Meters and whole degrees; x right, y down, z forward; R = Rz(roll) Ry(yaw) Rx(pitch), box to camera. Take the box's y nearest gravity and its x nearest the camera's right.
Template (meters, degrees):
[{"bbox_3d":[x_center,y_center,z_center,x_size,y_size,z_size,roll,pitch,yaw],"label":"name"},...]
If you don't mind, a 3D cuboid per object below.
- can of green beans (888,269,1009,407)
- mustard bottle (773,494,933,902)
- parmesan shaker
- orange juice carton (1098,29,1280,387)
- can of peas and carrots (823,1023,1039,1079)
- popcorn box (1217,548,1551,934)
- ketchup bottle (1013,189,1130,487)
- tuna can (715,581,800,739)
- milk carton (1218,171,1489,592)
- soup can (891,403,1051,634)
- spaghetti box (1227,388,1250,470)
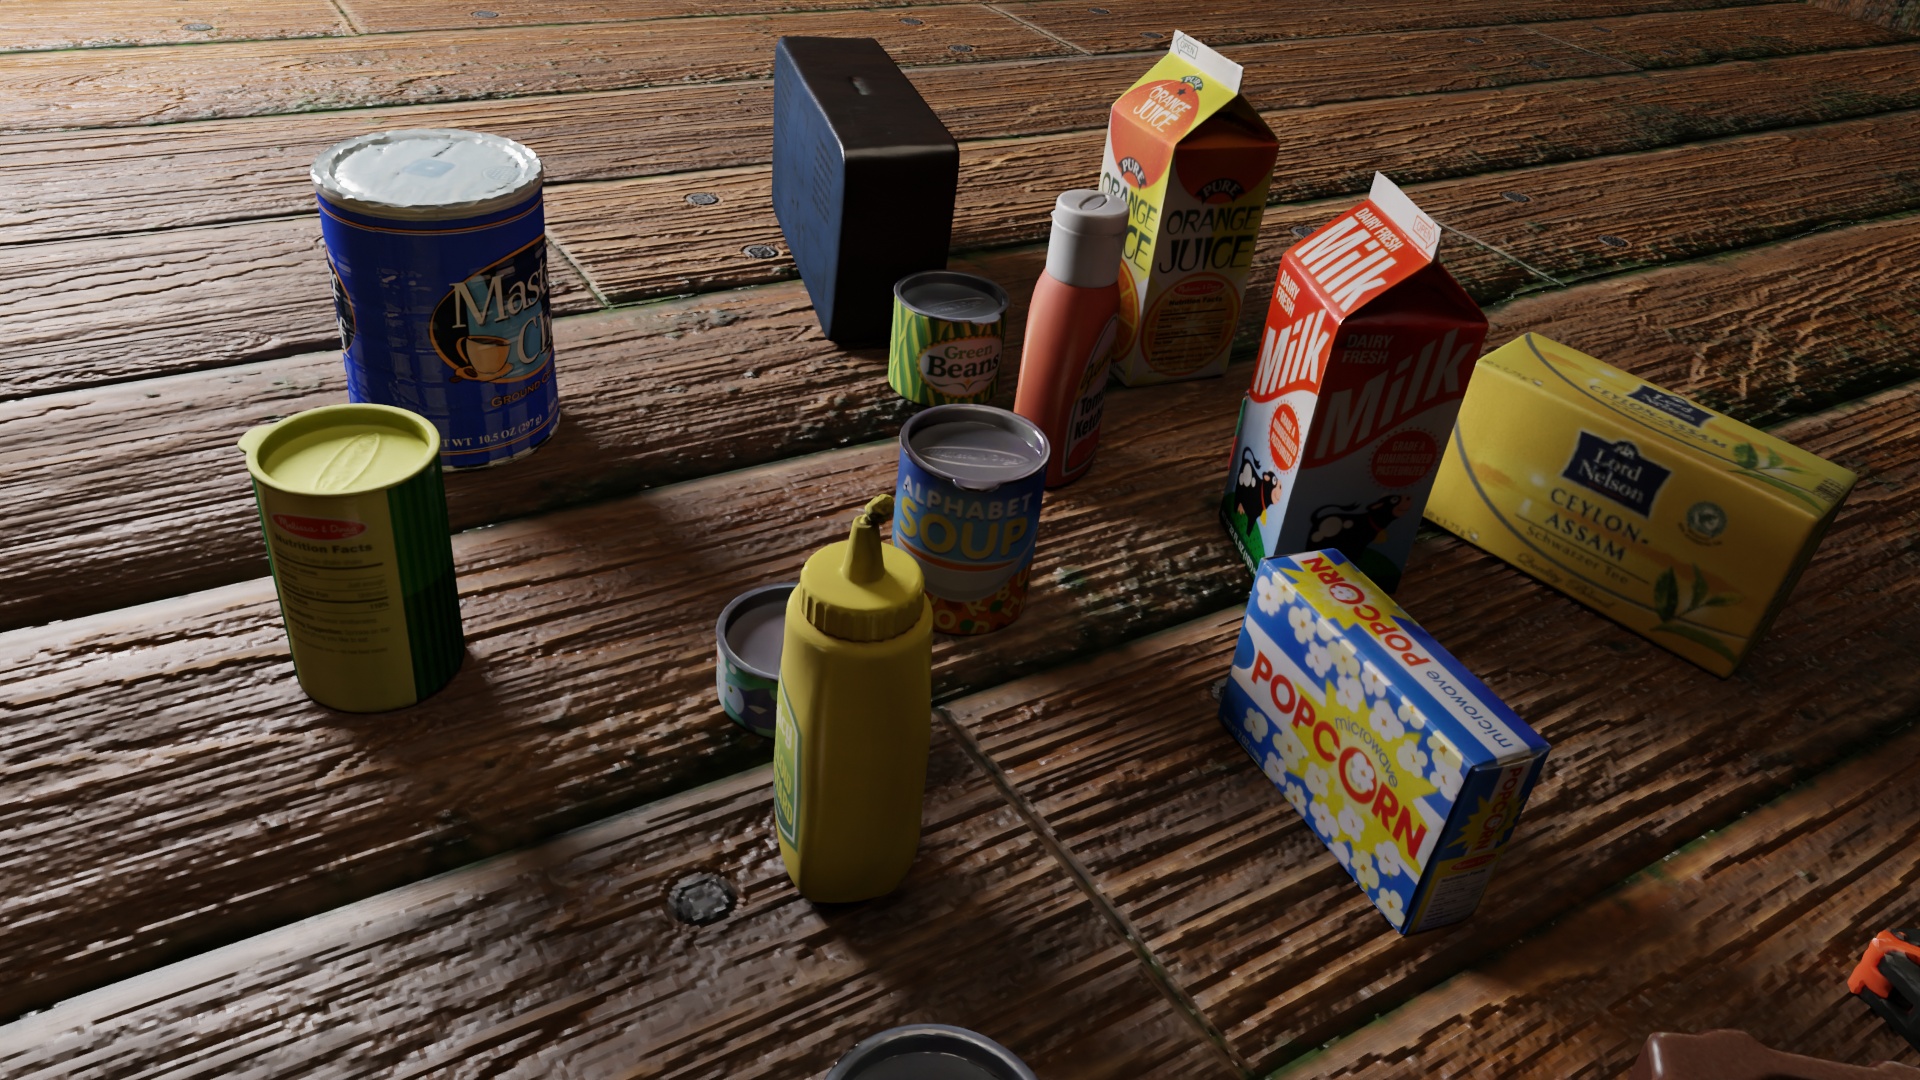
[{"bbox_3d":[-0.007,-0.116,0.801,0.071,0.057,0.071,5,34,-3],"label":"can of green beans"},{"bbox_3d":[-0.036,0.050,0.464,0.049,0.159,0.065,-4,36,-16],"label":"mustard bottle"},{"bbox_3d":[-0.235,0.007,0.541,0.071,0.102,0.072,5,34,-3],"label":"parmesan shaker"},{"bbox_3d":[0.128,-0.194,0.819,0.073,0.191,0.072,-9,37,-22],"label":"orange juice carton"},{"bbox_3d":[-0.010,0.177,0.372,0.071,0.058,0.071,5,34,-3],"label":"can of peas and carrots"},{"bbox_3d":[0.155,0.073,0.530,0.038,0.084,0.127,-10,38,-23],"label":"popcorn box"},{"bbox_3d":[0.056,-0.104,0.714,0.043,0.148,0.065,21,36,20],"label":"ketchup bottle"},{"bbox_3d":[-0.065,0.049,0.571,0.071,0.032,0.071,5,34,-3],"label":"tuna can"},{"bbox_3d":[0.183,-0.070,0.650,0.073,0.189,0.073,-1,35,-11],"label":"milk carton"},{"bbox_3d":[0.002,-0.008,0.622,0.071,0.083,0.072,5,34,-3],"label":"soup can"},{"bbox_3d":[0.231,-0.103,0.831,0.029,0.049,0.251,27,39,26],"label":"spaghetti box"}]
